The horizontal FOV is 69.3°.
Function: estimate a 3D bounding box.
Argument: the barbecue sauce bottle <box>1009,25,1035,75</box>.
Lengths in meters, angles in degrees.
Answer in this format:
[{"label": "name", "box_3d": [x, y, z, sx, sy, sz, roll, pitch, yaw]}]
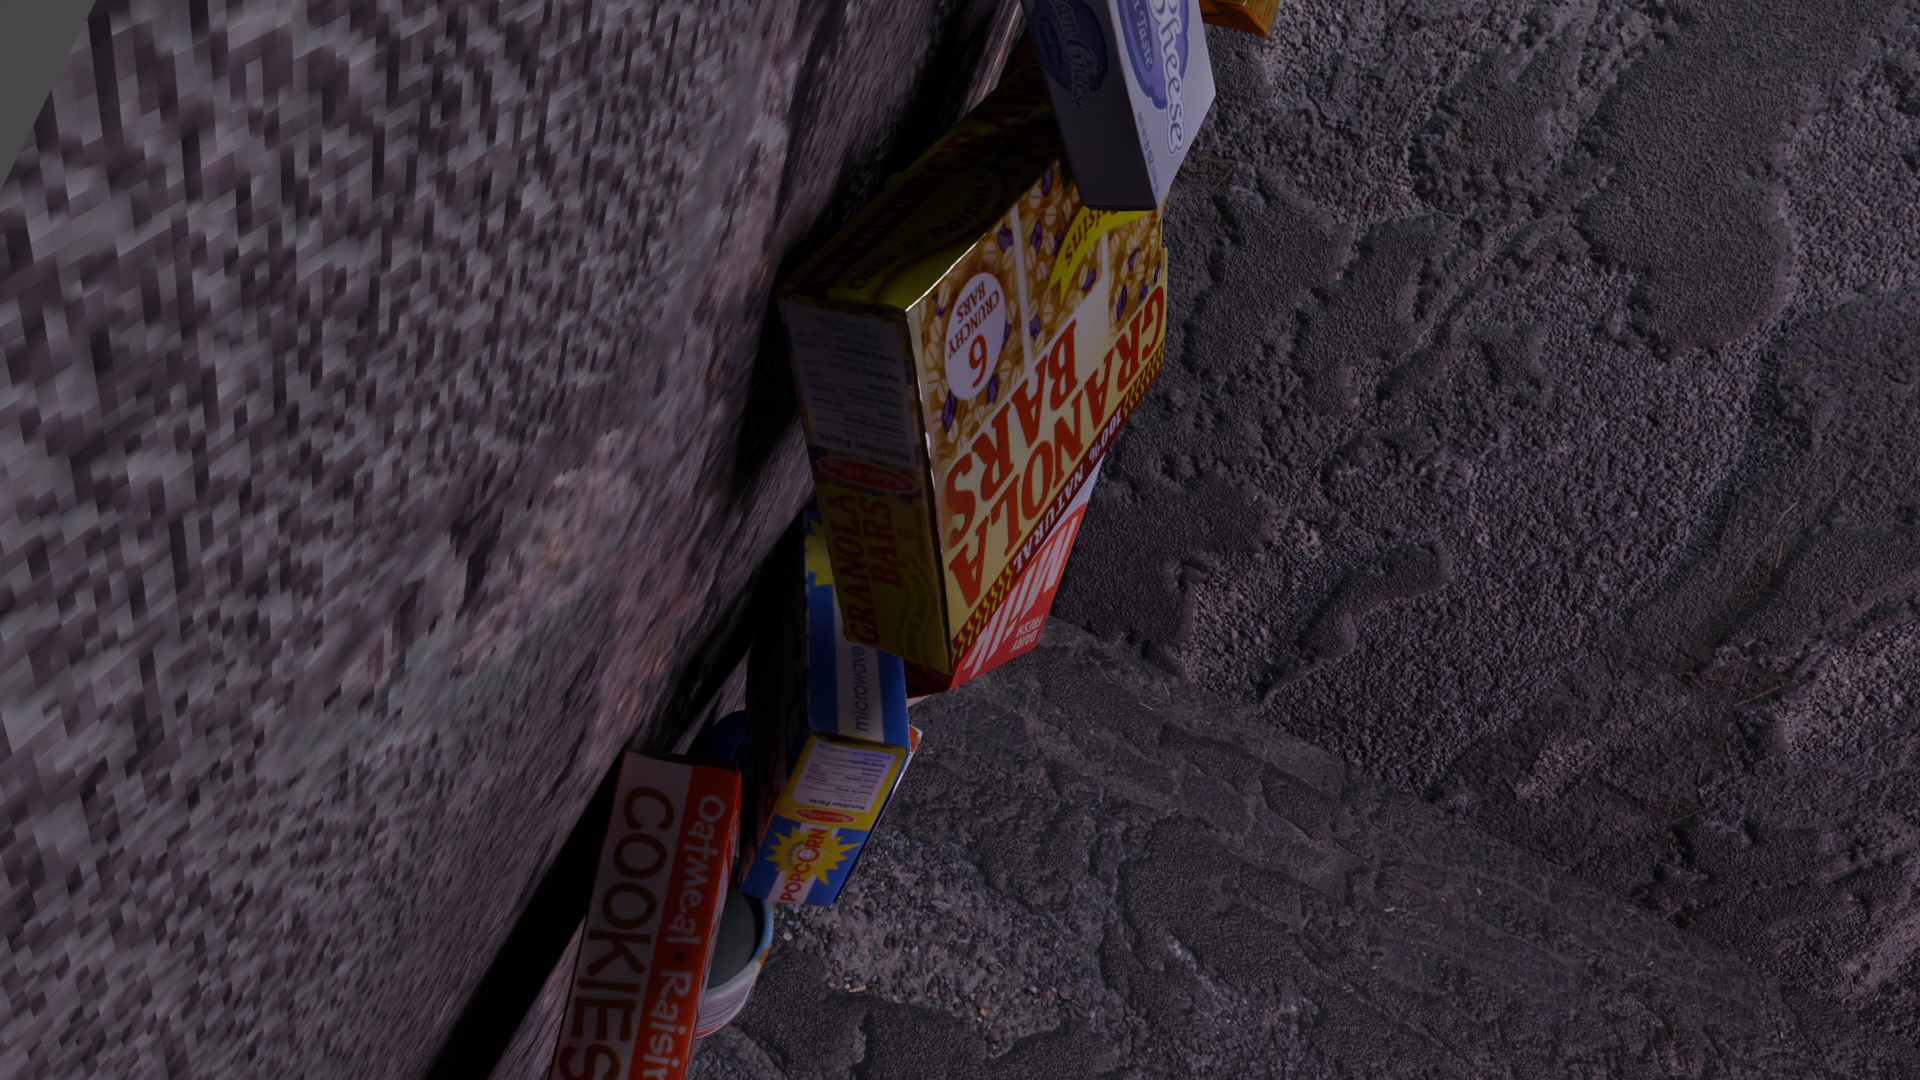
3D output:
[{"label": "barbecue sauce bottle", "box_3d": [0.065, -0.216, 0.535, 0.064, 0.044, 0.149, 106, 9, -57]}]

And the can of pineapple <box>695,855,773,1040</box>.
[{"label": "can of pineapple", "box_3d": [-0.114, 0.165, 0.575, 0.071, 0.071, 0.057, -62, 178, -37]}]

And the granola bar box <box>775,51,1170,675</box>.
[{"label": "granola bar box", "box_3d": [0.016, -0.061, 0.413, 0.166, 0.039, 0.123, -53, 149, -40]}]

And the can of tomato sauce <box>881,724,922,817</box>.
[{"label": "can of tomato sauce", "box_3d": [-0.071, 0.110, 0.719, 0.071, 0.083, 0.071, -64, 179, -2]}]

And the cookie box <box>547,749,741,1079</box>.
[{"label": "cookie box", "box_3d": [-0.105, 0.165, 0.442, 0.122, 0.040, 0.168, 115, -15, -62]}]

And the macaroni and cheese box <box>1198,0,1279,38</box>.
[{"label": "macaroni and cheese box", "box_3d": [0.097, -0.249, 0.430, 0.124, 0.040, 0.165, -45, 150, -69]}]

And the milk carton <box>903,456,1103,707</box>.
[{"label": "milk carton", "box_3d": [0.002, -0.007, 0.588, 0.072, 0.073, 0.189, -18, 131, -55]}]

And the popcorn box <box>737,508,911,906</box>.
[{"label": "popcorn box", "box_3d": [-0.053, 0.060, 0.522, 0.127, 0.038, 0.084, -99, -153, -52]}]

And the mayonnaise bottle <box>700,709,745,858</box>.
[{"label": "mayonnaise bottle", "box_3d": [-0.103, 0.122, 0.627, 0.065, 0.041, 0.147, -60, 177, -33]}]

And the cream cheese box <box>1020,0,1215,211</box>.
[{"label": "cream cheese box", "box_3d": [0.037, -0.140, 0.348, 0.053, 0.024, 0.103, -63, 146, -31]}]
